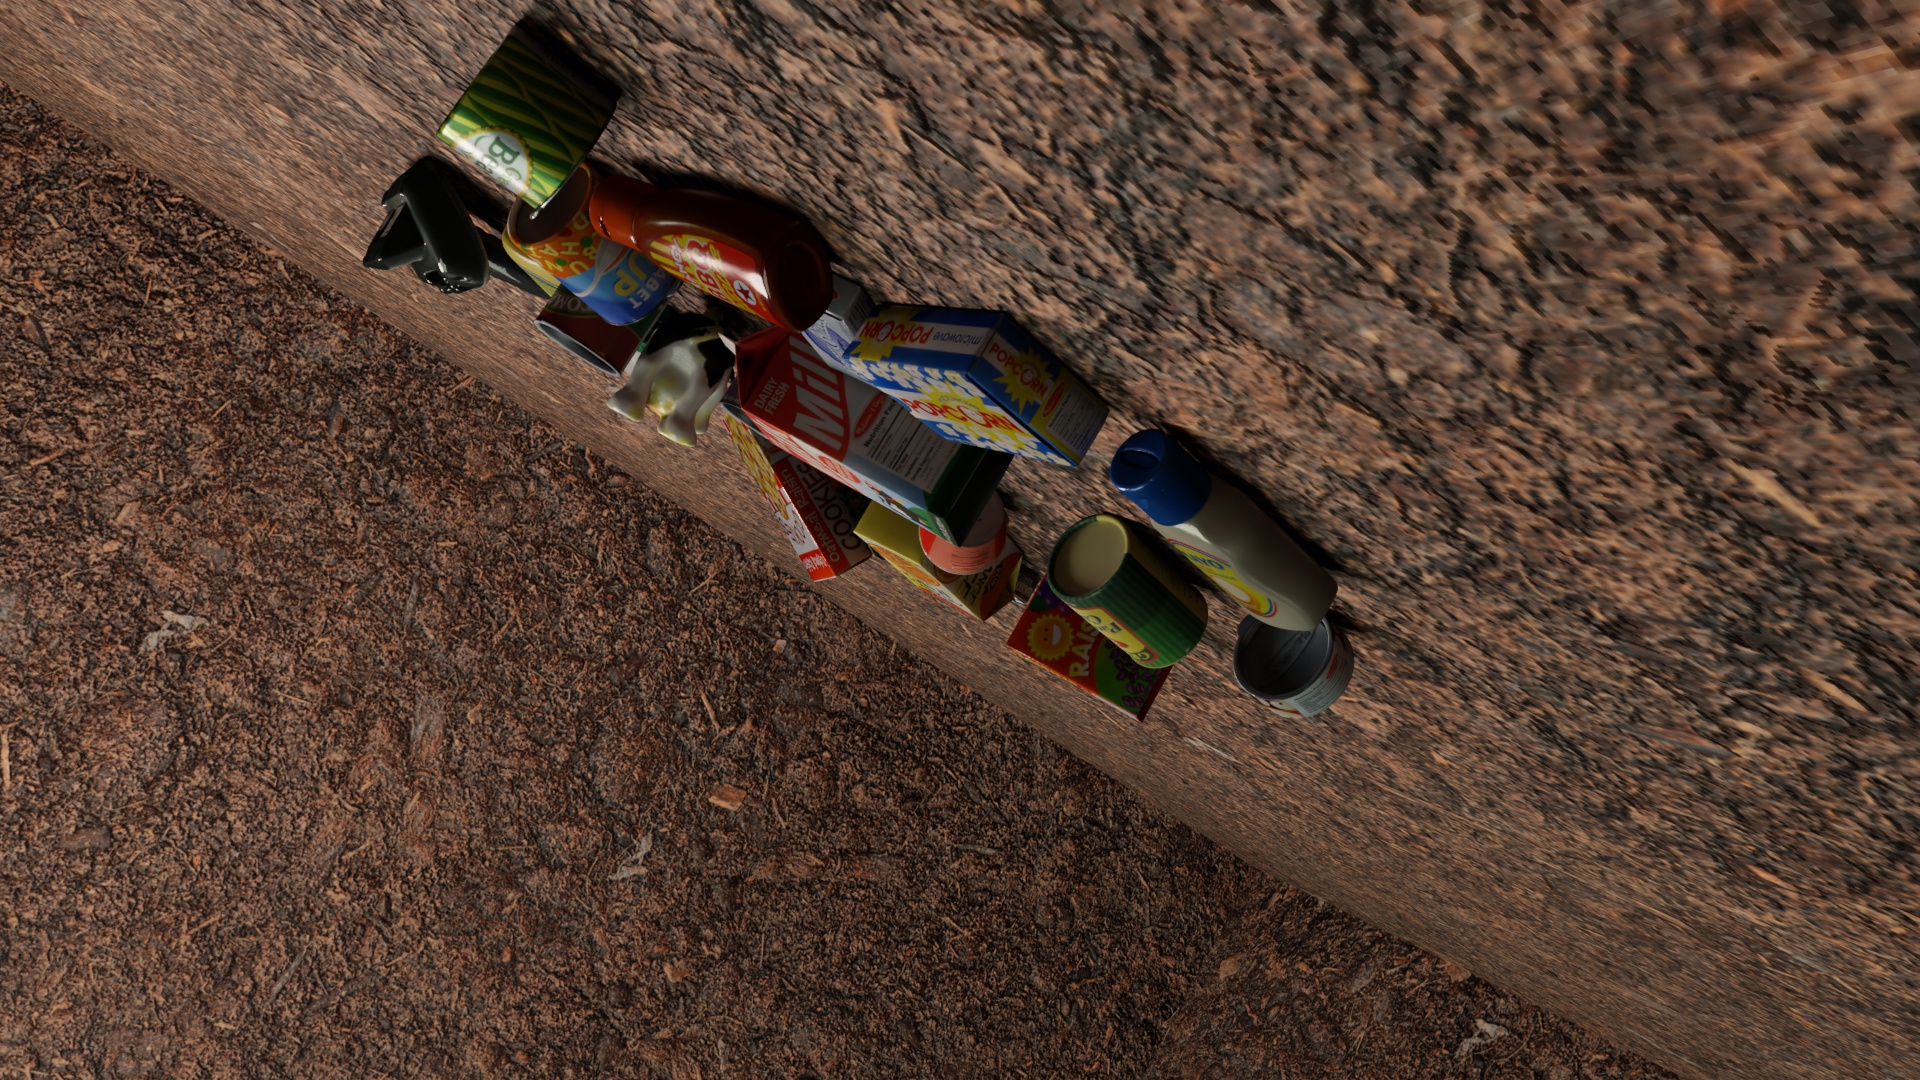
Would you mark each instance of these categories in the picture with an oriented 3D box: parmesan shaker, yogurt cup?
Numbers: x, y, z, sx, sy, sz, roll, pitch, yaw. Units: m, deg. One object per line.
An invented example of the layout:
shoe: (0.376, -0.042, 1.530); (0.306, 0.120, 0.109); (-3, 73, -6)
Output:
parmesan shaker: (0.111, 0.033, 0.934); (0.071, 0.071, 0.103); (21, 166, 49)
yogurt cup: (0.004, -0.013, 1.046); (0.072, 0.072, 0.053); (30, 163, 5)

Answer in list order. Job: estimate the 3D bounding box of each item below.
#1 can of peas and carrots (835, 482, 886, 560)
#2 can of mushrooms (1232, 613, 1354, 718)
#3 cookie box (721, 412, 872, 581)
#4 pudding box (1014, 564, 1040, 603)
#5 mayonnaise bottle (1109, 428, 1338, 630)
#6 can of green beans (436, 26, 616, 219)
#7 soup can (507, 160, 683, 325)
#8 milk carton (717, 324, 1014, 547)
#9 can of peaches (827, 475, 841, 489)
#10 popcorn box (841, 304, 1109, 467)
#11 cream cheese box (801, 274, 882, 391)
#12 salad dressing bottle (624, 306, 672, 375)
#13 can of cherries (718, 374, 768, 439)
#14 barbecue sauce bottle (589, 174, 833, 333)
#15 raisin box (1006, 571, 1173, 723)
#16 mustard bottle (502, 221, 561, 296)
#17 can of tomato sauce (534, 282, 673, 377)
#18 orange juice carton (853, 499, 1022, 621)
can of peas and carrots: (-0.078, -0.024, 1.250); (0.059, 0.071, 0.071); (25, 169, 38)
can of mushrooms: (0.201, 0.071, 0.845); (0.033, 0.071, 0.071); (37, 169, -39)
cookie box: (-0.141, -0.046, 1.185); (0.167, 0.040, 0.123); (60, 166, -4)
pudding box: (0.032, 0.030, 1.303); (0.049, 0.030, 0.083); (36, 170, -26)
mayonnaise bottle: (0.134, -0.005, 0.718); (0.148, 0.041, 0.065); (36, 171, -36)
can of green beans: (-0.209, -0.203, 0.670); (0.058, 0.071, 0.071); (36, 170, -27)
soup can: (-0.218, -0.180, 0.839); (0.071, 0.071, 0.083); (24, 169, 36)
milk carton: (-0.067, -0.077, 0.880); (0.191, 0.073, 0.072); (29, 171, 14)
can of peaches: (-0.138, -0.049, 1.291); (0.058, 0.071, 0.071); (38, 169, -33)
popcorn box: (0.006, -0.082, 0.723); (0.085, 0.038, 0.127); (35, 170, -34)
cream cheese box: (-0.066, -0.121, 0.795); (0.053, 0.024, 0.103); (28, 171, 22)
salad dressing bottle: (-0.257, -0.164, 1.136); (0.064, 0.044, 0.147); (32, 170, -12)
can of cherries: (-0.130, -0.106, 0.983); (0.071, 0.058, 0.071); (30, 172, 5)
barbecue sauce bottle: (-0.136, -0.160, 0.740); (0.149, 0.044, 0.064); (26, 154, 31)
raisin box: (0.112, 0.079, 1.121); (0.123, 0.086, 0.040); (28, 175, 19)
mustard bottle: (-0.280, -0.193, 1.025); (0.065, 0.049, 0.160); (31, 171, 13)
can of tomato sauce: (-0.236, -0.163, 0.932); (0.071, 0.083, 0.071); (30, 171, 5)
orange juice carton: (-0.009, 0.009, 1.176); (0.072, 0.073, 0.192); (26, 170, 28)
